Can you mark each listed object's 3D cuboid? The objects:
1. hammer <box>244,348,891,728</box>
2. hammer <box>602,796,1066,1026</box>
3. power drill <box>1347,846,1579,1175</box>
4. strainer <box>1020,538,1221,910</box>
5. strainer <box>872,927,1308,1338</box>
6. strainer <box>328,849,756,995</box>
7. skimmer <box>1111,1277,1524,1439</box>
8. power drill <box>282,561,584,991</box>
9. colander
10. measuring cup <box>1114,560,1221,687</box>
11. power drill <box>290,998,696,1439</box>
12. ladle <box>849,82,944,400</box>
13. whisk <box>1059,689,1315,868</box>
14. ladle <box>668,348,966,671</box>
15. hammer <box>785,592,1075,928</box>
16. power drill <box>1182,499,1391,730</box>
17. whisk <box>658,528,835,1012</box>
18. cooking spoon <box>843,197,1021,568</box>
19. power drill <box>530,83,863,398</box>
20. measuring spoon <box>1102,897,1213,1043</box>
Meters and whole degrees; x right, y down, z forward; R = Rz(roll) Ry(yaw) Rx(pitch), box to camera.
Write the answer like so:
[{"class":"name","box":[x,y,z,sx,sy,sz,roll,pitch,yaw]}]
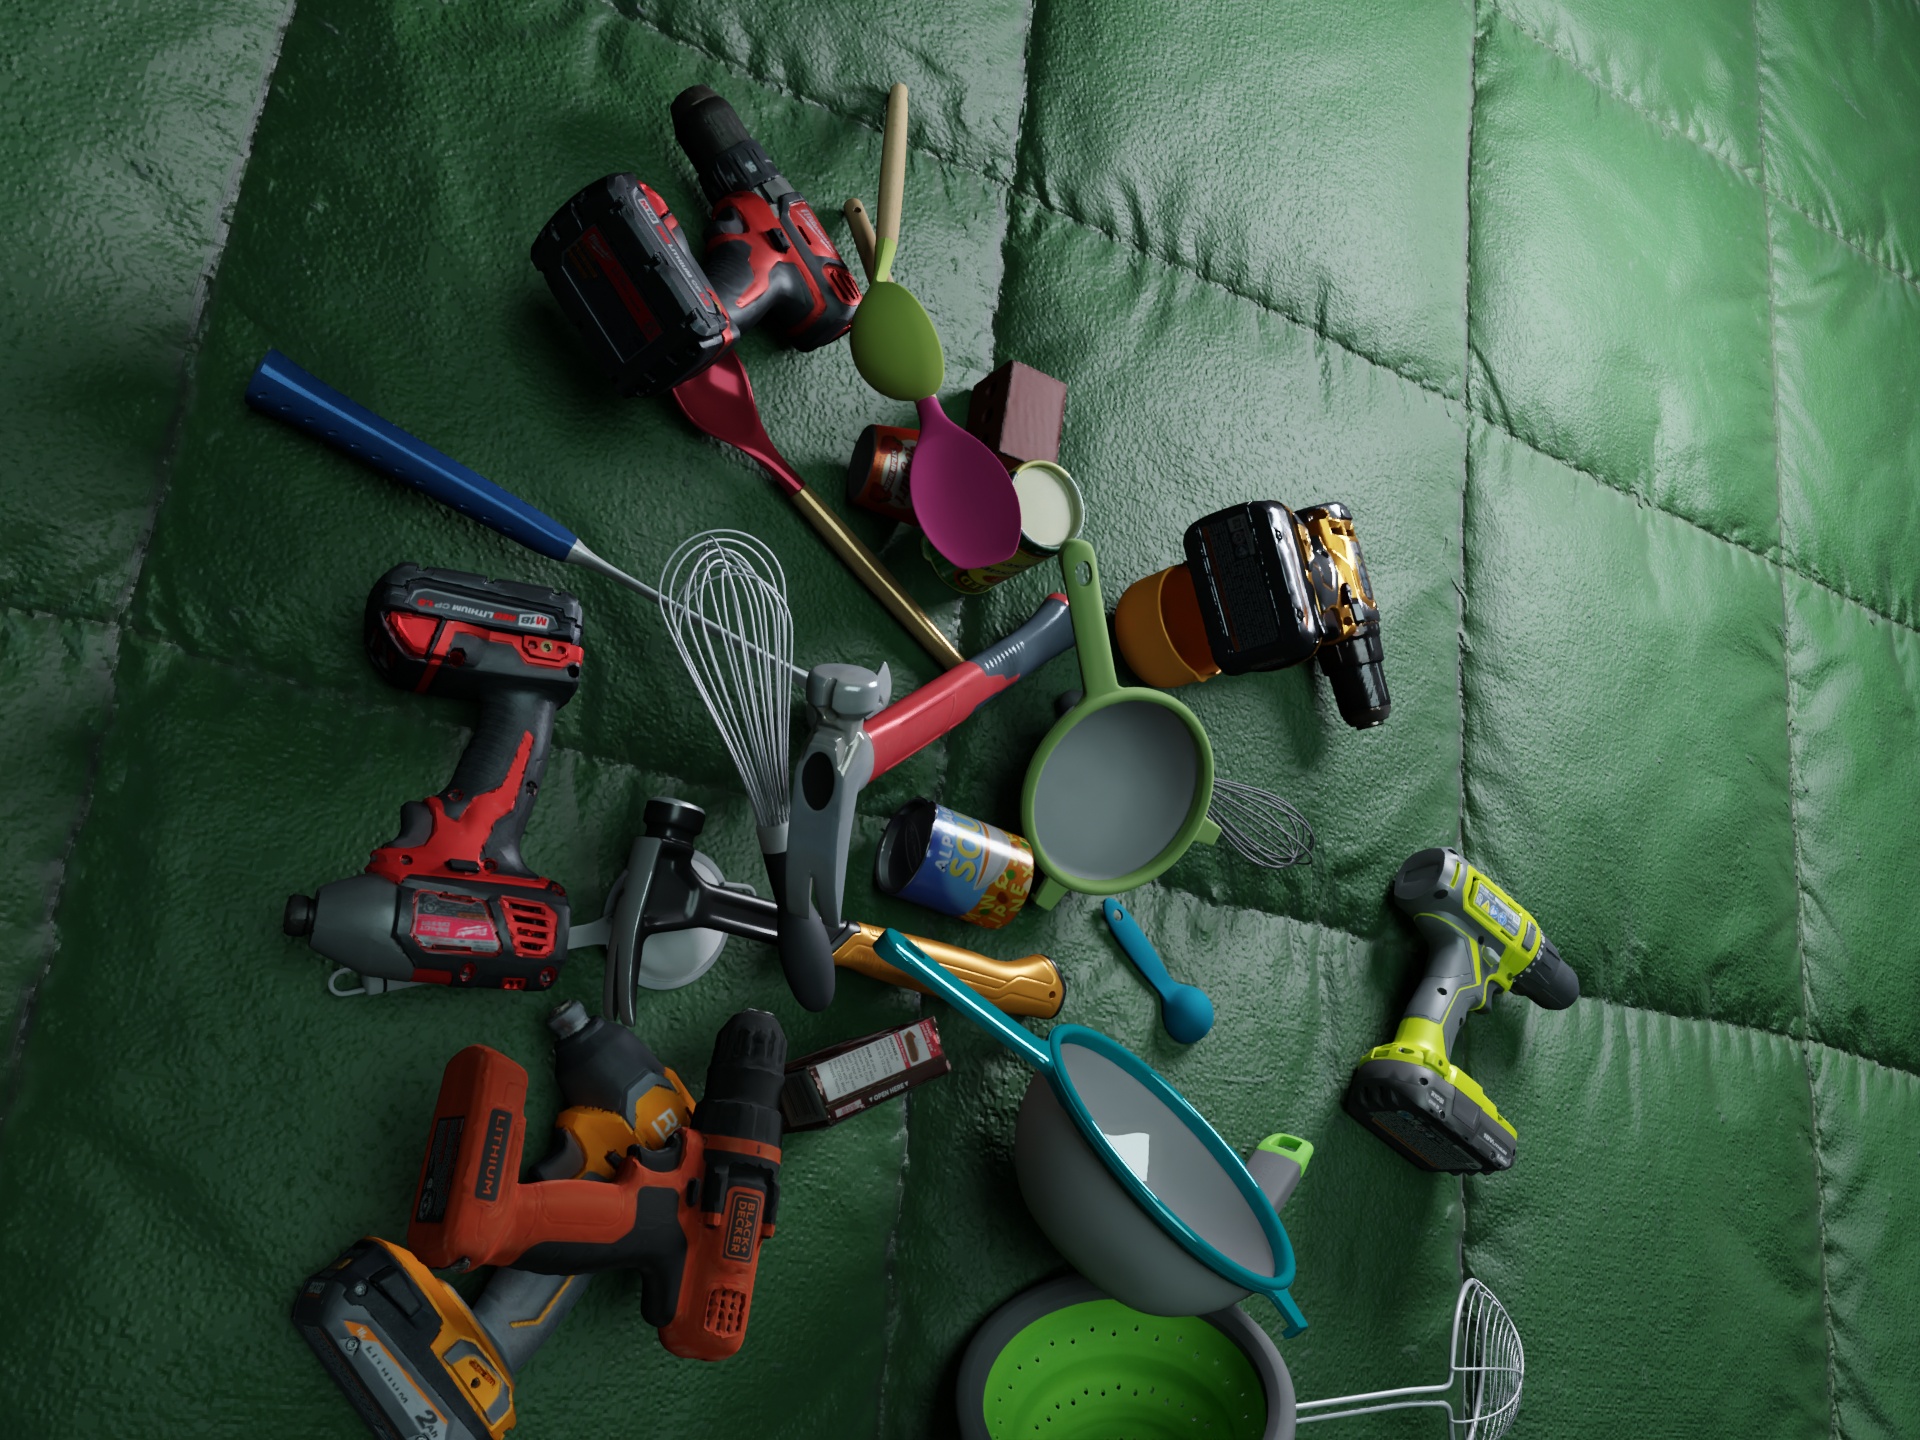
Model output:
[{"class":"hammer","box":[-0.218,-0.097,0.934,0.405,0.144,0.035,29,78,-16]},{"class":"hammer","box":[-0.062,0.149,0.981,0.336,0.034,0.127,21,76,-38]},{"class":"power drill","box":[0.408,0.239,1.266,0.190,0.080,0.229,38,58,-19]},{"class":"strainer","box":[0.087,-0.006,1.094,0.151,0.069,0.256,-19,113,-19]},{"class":"strainer","box":[0.057,0.261,0.994,0.340,0.211,0.095,39,101,-12]},{"class":"strainer","box":[-0.227,0.127,0.913,0.258,0.050,0.087,-8,97,-30]},{"class":"skimmer","box":[0.259,0.481,1.138,0.363,0.090,0.127,2,88,-22]},{"class":"power drill","box":[-0.280,0.034,0.863,0.143,0.078,0.220,9,69,-25]},{"class":"colander","box":[0.144,0.413,1.037,0.397,0.205,0.094,-34,128,-50]},{"class":"measuring cup","box":[0.183,-0.061,1.218,0.173,0.052,0.095,14,66,-47]},{"class":"power drill","box":[-0.232,0.267,0.851,0.226,0.084,0.164,-37,99,-38]},{"class":"ladle","box":[-0.038,-0.343,1.098,0.062,0.078,0.320,3,54,-2]},{"class":"whisk","box":[0.170,0.044,1.181,0.238,0.055,0.055,33,63,-17]},{"class":"ladle","box":[-0.091,-0.137,1.072,0.315,0.031,0.069,48,49,-16]},{"class":"hammer","box":[-0.002,-0.003,0.993,0.386,0.038,0.143,-34,135,-63]},{"class":"power drill","box":[0.265,-0.079,1.222,0.226,0.084,0.185,-6,81,-58]},{"class":"whisk","box":[-0.110,0.034,0.889,0.070,0.070,0.284,-21,107,-34]},{"class":"cooking spoon","box":[-0.030,-0.236,1.082,0.068,0.017,0.319,-15,66,-10]},{"class":"power drill","box":[-0.166,-0.309,1.007,0.188,0.080,0.227,58,34,-7]},{"class":"measuring spoon","box":[0.144,0.178,1.144,0.042,0.021,0.128,-43,103,-33]}]
